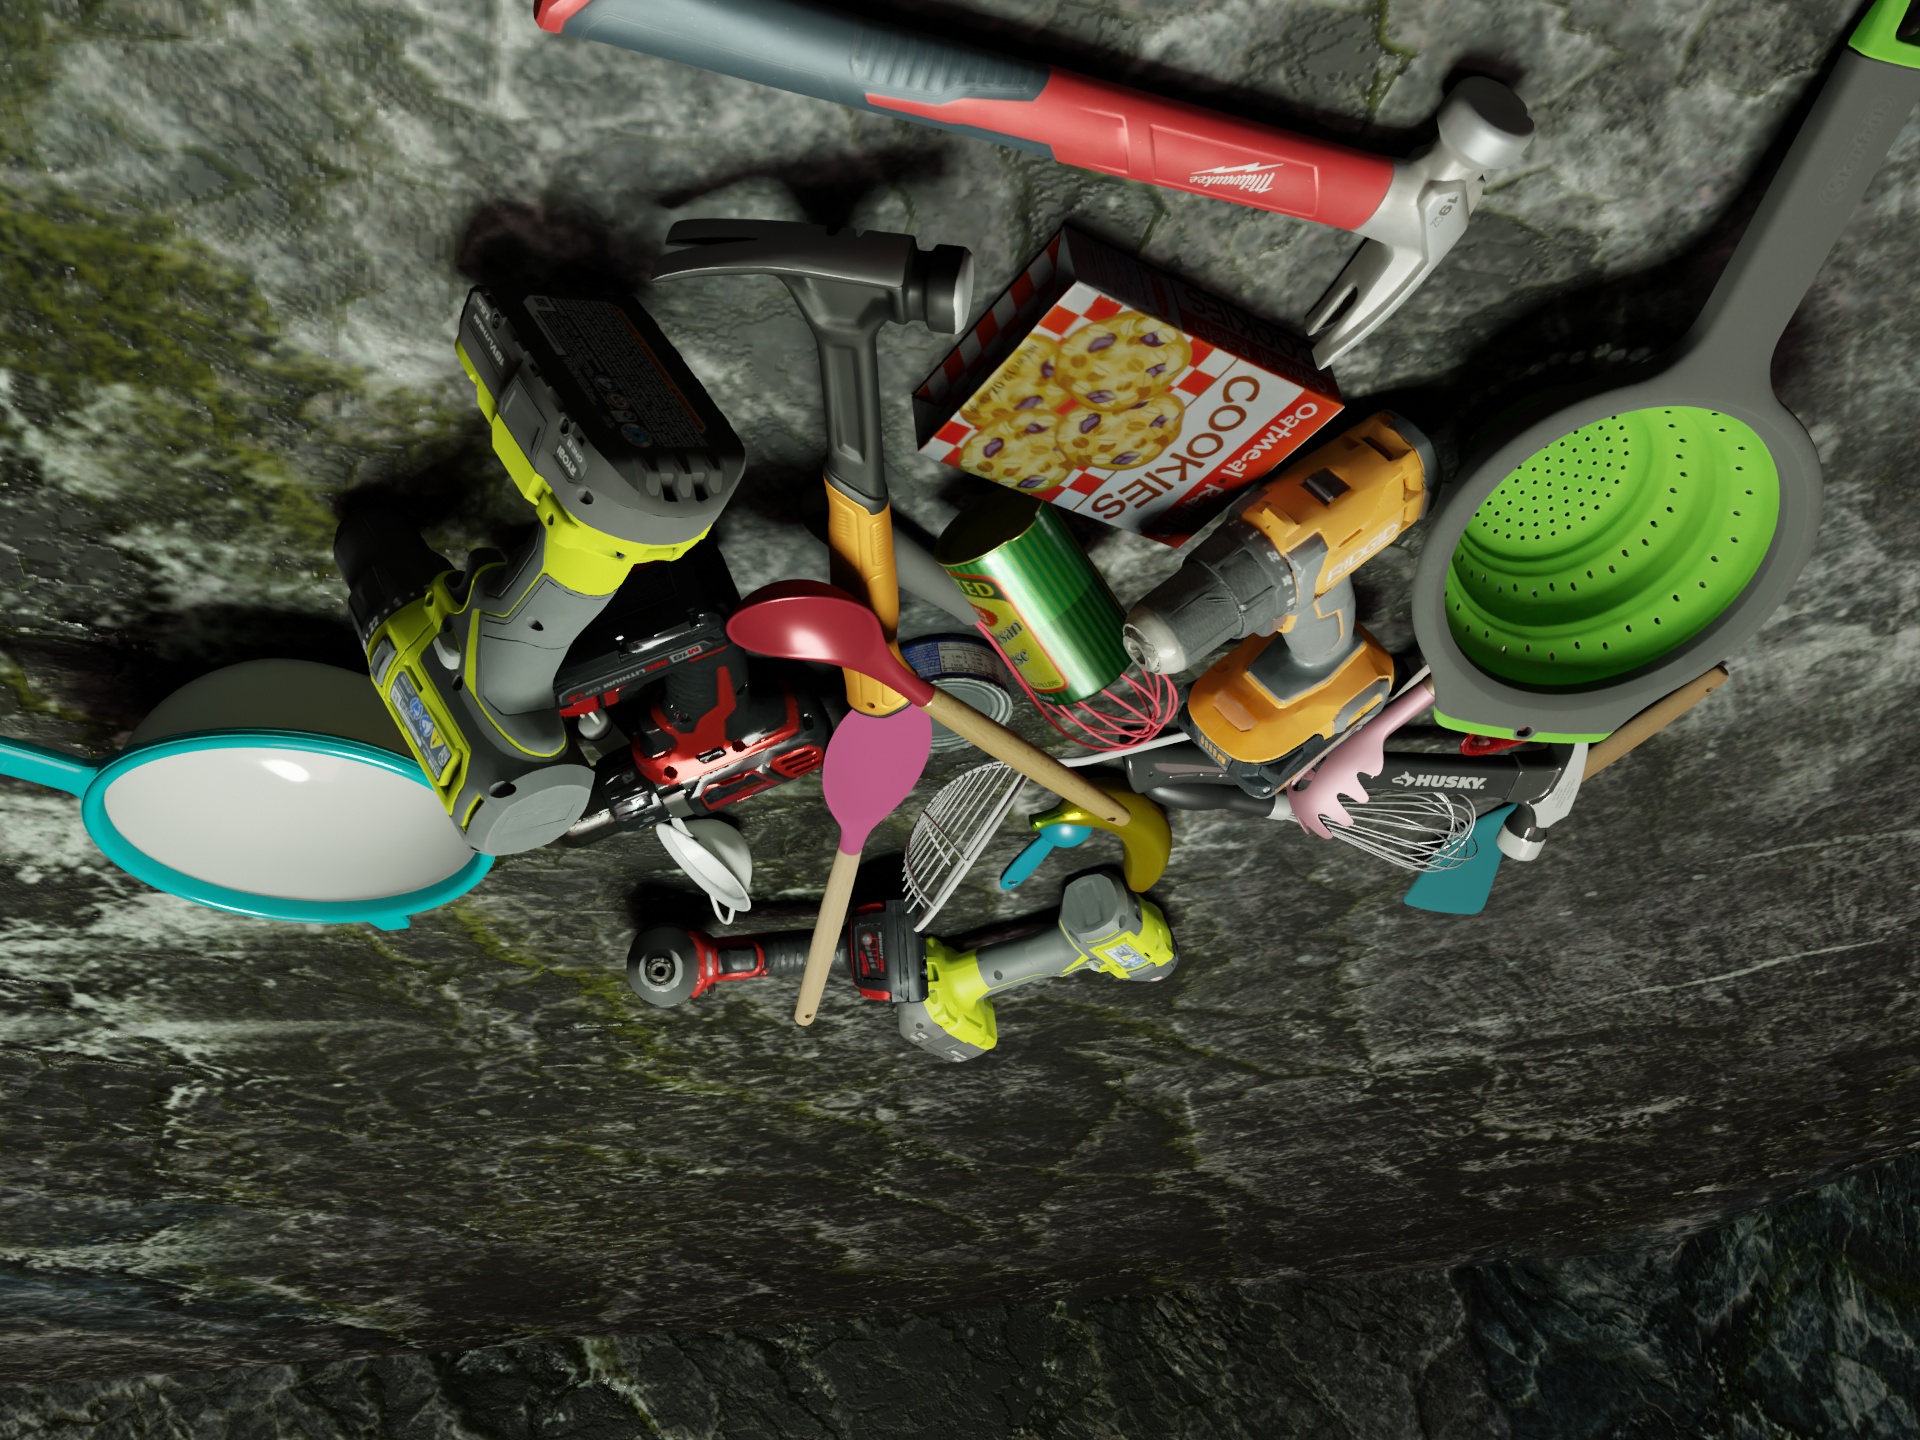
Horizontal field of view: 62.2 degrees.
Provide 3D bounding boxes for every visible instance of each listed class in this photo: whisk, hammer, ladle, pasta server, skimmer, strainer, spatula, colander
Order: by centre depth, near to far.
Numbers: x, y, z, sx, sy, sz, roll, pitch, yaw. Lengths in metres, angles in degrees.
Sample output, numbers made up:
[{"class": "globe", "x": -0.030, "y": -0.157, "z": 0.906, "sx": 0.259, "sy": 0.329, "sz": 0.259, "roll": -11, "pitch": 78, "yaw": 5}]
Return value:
[{"class": "hammer", "x": 0.029, "y": -0.226, "z": 0.624, "sx": 0.386, "sy": 0.038, "sz": 0.143, "roll": 5, "pitch": 148, "yaw": -23}, {"class": "hammer", "x": -0.057, "y": -0.100, "z": 0.765, "sx": 0.127, "sy": 0.034, "sz": 0.336, "roll": 8, "pitch": 149, "yaw": 6}, {"class": "colander", "x": 0.338, "y": -0.167, "z": 0.770, "sx": 0.204, "sy": 0.095, "sz": 0.396, "roll": 6, "pitch": 129, "yaw": -13}, {"class": "strainer", "x": -0.416, "y": 0.010, "z": 0.857, "sx": 0.340, "sy": 0.095, "sz": 0.211, "roll": 20, "pitch": 140, "yaw": -32}, {"class": "ladle", "x": -0.001, "y": -0.003, "z": 0.860, "sx": 0.069, "sy": 0.031, "sz": 0.315, "roll": -21, "pitch": 143, "yaw": 35}, {"class": "whisk", "x": 0.022, "y": -0.056, "z": 0.895, "sx": 0.073, "sy": 0.073, "sz": 0.295, "roll": -31, "pitch": 136, "yaw": 33}, {"class": "pasta server", "x": 0.306, "y": -0.032, "z": 0.946, "sx": 0.040, "sy": 0.060, "sz": 0.316, "roll": 27, "pitch": 128, "yaw": -27}, {"class": "skimmer", "x": 0.133, "y": 0.043, "z": 1.016, "sx": 0.363, "sy": 0.090, "sz": 0.127, "roll": -15, "pitch": 174, "yaw": -6}, {"class": "strainer", "x": -0.190, "y": 0.058, "z": 1.045, "sx": 0.087, "sy": 0.050, "sz": 0.258, "roll": 26, "pitch": 159, "yaw": 31}, {"class": "hammer", "x": 0.272, "y": 0.029, "z": 1.099, "sx": 0.334, "sy": 0.035, "sz": 0.146, "roll": 3, "pitch": 129, "yaw": -10}, {"class": "whisk", "x": 0.259, "y": 0.065, "z": 1.166, "sx": 0.284, "sy": 0.070, "sz": 0.070, "roll": 10, "pitch": 145, "yaw": -20}, {"class": "spatula", "x": 0.461, "y": 0.057, "z": 1.209, "sx": 0.082, "sy": 0.044, "sz": 0.317, "roll": 11, "pitch": 144, "yaw": -24}]

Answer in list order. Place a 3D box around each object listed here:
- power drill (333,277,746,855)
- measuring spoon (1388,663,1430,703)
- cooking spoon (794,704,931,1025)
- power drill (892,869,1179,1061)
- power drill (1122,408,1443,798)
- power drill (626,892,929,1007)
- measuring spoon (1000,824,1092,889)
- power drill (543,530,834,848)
[{"class": "power drill", "x": -0.202, "y": -0.078, "z": 0.702, "sx": 0.080, "sy": 0.191, "sz": 0.228, "roll": -11, "pitch": 148, "yaw": -47}, {"class": "measuring spoon", "x": 0.286, "y": -0.007, "z": 1.021, "sx": 0.034, "sy": 0.018, "sz": 0.124, "roll": -5, "pitch": 143, "yaw": -40}, {"class": "cooking spoon", "x": -0.076, "y": 0.098, "z": 1.027, "sx": 0.068, "sy": 0.017, "sz": 0.318, "roll": -7, "pitch": 136, "yaw": -25}, {"class": "power drill", "x": 0.067, "y": 0.209, "z": 1.335, "sx": 0.223, "sy": 0.080, "sz": 0.171, "roll": -23, "pitch": 147, "yaw": 17}, {"class": "power drill", "x": 0.167, "y": -0.045, "z": 0.869, "sx": 0.185, "sy": 0.084, "sz": 0.226, "roll": -36, "pitch": 152, "yaw": -14}, {"class": "power drill", "x": -0.137, "y": 0.175, "z": 1.184, "sx": 0.219, "sy": 0.078, "sz": 0.143, "roll": -3, "pitch": 175, "yaw": -5}, {"class": "measuring spoon", "x": 0.062, "y": 0.105, "z": 1.205, "sx": 0.042, "sy": 0.021, "sz": 0.128, "roll": 7, "pitch": 145, "yaw": -24}, {"class": "power drill", "x": -0.180, "y": -0.006, "z": 0.881, "sx": 0.188, "sy": 0.080, "sz": 0.226, "roll": -22, "pitch": 152, "yaw": -1}]
